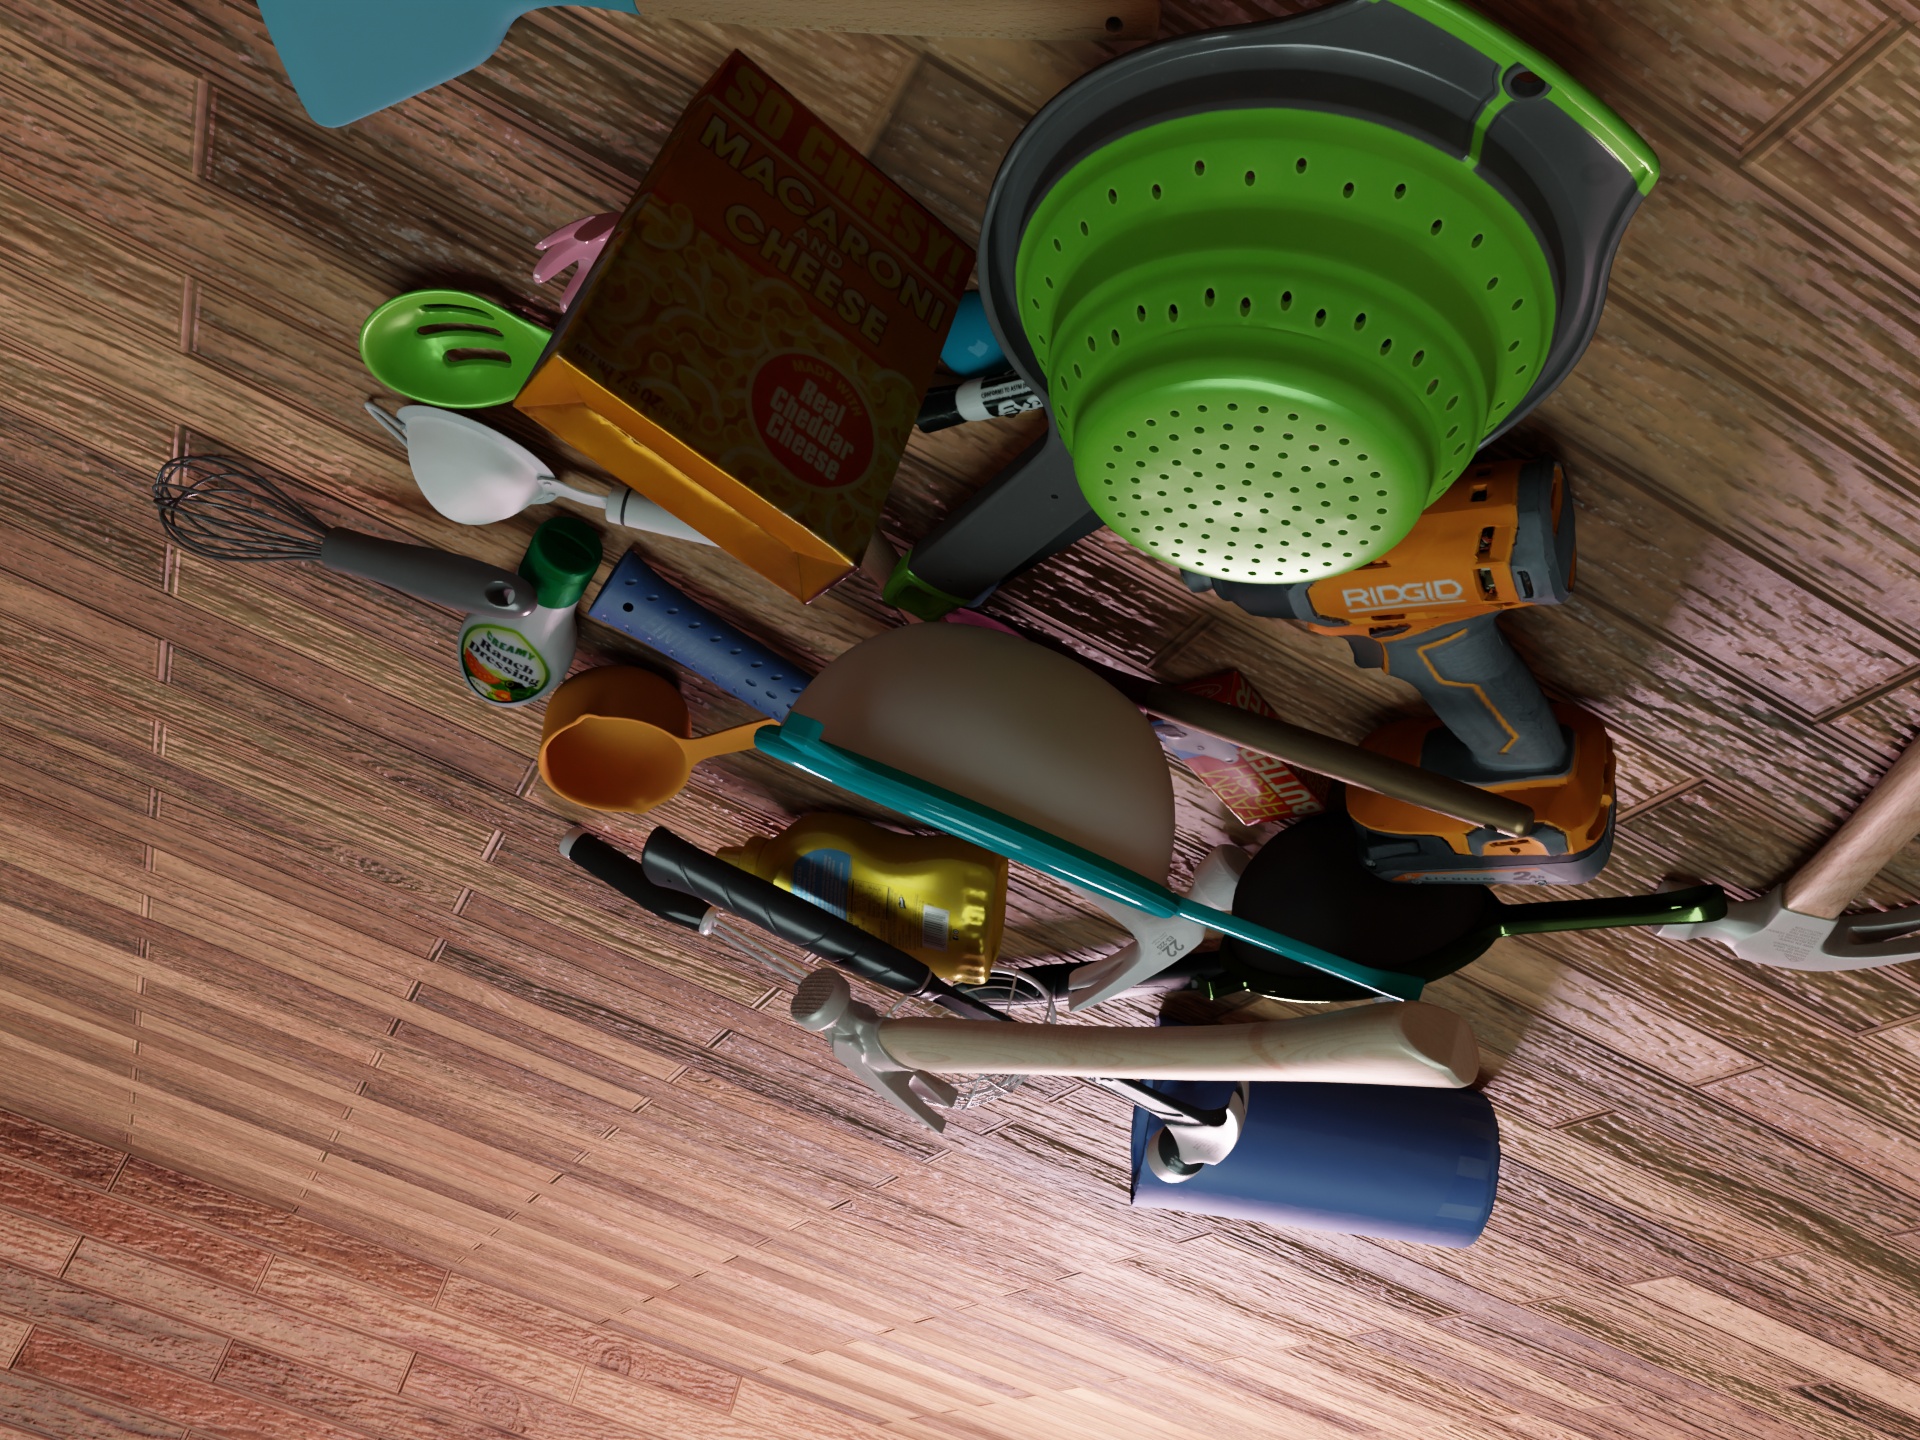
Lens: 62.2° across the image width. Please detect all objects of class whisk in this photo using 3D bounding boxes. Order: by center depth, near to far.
[{"bbox_3d":[-0.330,-0.094,0.845,0.239,0.055,0.055,16,147,13],"label":"whisk"}]

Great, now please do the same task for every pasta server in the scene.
[{"bbox_3d":[-0.074,-0.110,0.707,0.060,0.040,0.315,7,152,33],"label":"pasta server"}]

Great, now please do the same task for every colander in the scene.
[{"bbox_3d":[0.060,-0.085,0.582,0.204,0.095,0.397,25,152,-20],"label":"colander"}]

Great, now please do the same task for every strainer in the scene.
[{"bbox_3d":[0.076,0.035,0.749,0.340,0.095,0.211,22,175,-6],"label":"strainer"},{"bbox_3d":[-0.178,-0.108,0.792,0.258,0.050,0.086,13,162,0],"label":"strainer"},{"bbox_3d":[0.249,0.080,0.817,0.256,0.151,0.069,-9,104,32],"label":"strainer"}]

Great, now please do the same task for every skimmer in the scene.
[{"bbox_3d":[-0.109,0.156,1.110,0.363,0.090,0.127,28,121,13],"label":"skimmer"}]

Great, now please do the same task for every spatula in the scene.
[{"bbox_3d":[-0.090,-0.245,0.552,0.317,0.044,0.082,8,140,11],"label":"spatula"}]

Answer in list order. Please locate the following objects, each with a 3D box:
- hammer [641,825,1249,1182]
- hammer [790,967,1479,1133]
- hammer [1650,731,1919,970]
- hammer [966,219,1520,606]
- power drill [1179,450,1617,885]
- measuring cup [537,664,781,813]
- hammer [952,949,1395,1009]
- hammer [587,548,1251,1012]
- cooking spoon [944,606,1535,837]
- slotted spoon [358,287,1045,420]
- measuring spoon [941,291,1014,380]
[{"bbox_3d":[-0.011,0.168,0.980,0.409,0.036,0.149,27,148,-1],"label":"hammer"},{"bbox_3d":[0.088,0.186,0.873,0.411,0.038,0.146,-10,134,42],"label":"hammer"},{"bbox_3d":[0.443,0.030,0.728,0.130,0.031,0.331,12,146,7],"label":"hammer"},{"bbox_3d":[0.097,-0.123,0.657,0.128,0.033,0.331,35,142,-24],"label":"hammer"},{"bbox_3d":[0.204,-0.019,0.722,0.164,0.084,0.226,-3,138,30],"label":"power drill"},{"bbox_3d":[-0.162,-0.001,0.937,0.173,0.052,0.095,-12,139,4],"label":"measuring cup"},{"bbox_3d":[0.131,0.174,1.067,0.335,0.035,0.146,-13,136,37],"label":"hammer"},{"bbox_3d":[-0.028,0.035,0.906,0.405,0.035,0.144,33,119,-17],"label":"hammer"},{"bbox_3d":[0.112,-0.003,0.745,0.319,0.017,0.068,21,156,35],"label":"cooking spoon"},{"bbox_3d":[-0.117,-0.156,0.708,0.314,0.031,0.070,8,146,10],"label":"slotted spoon"},{"bbox_3d":[0.041,-0.162,0.633,0.128,0.021,0.042,-12,137,38],"label":"measuring spoon"}]
